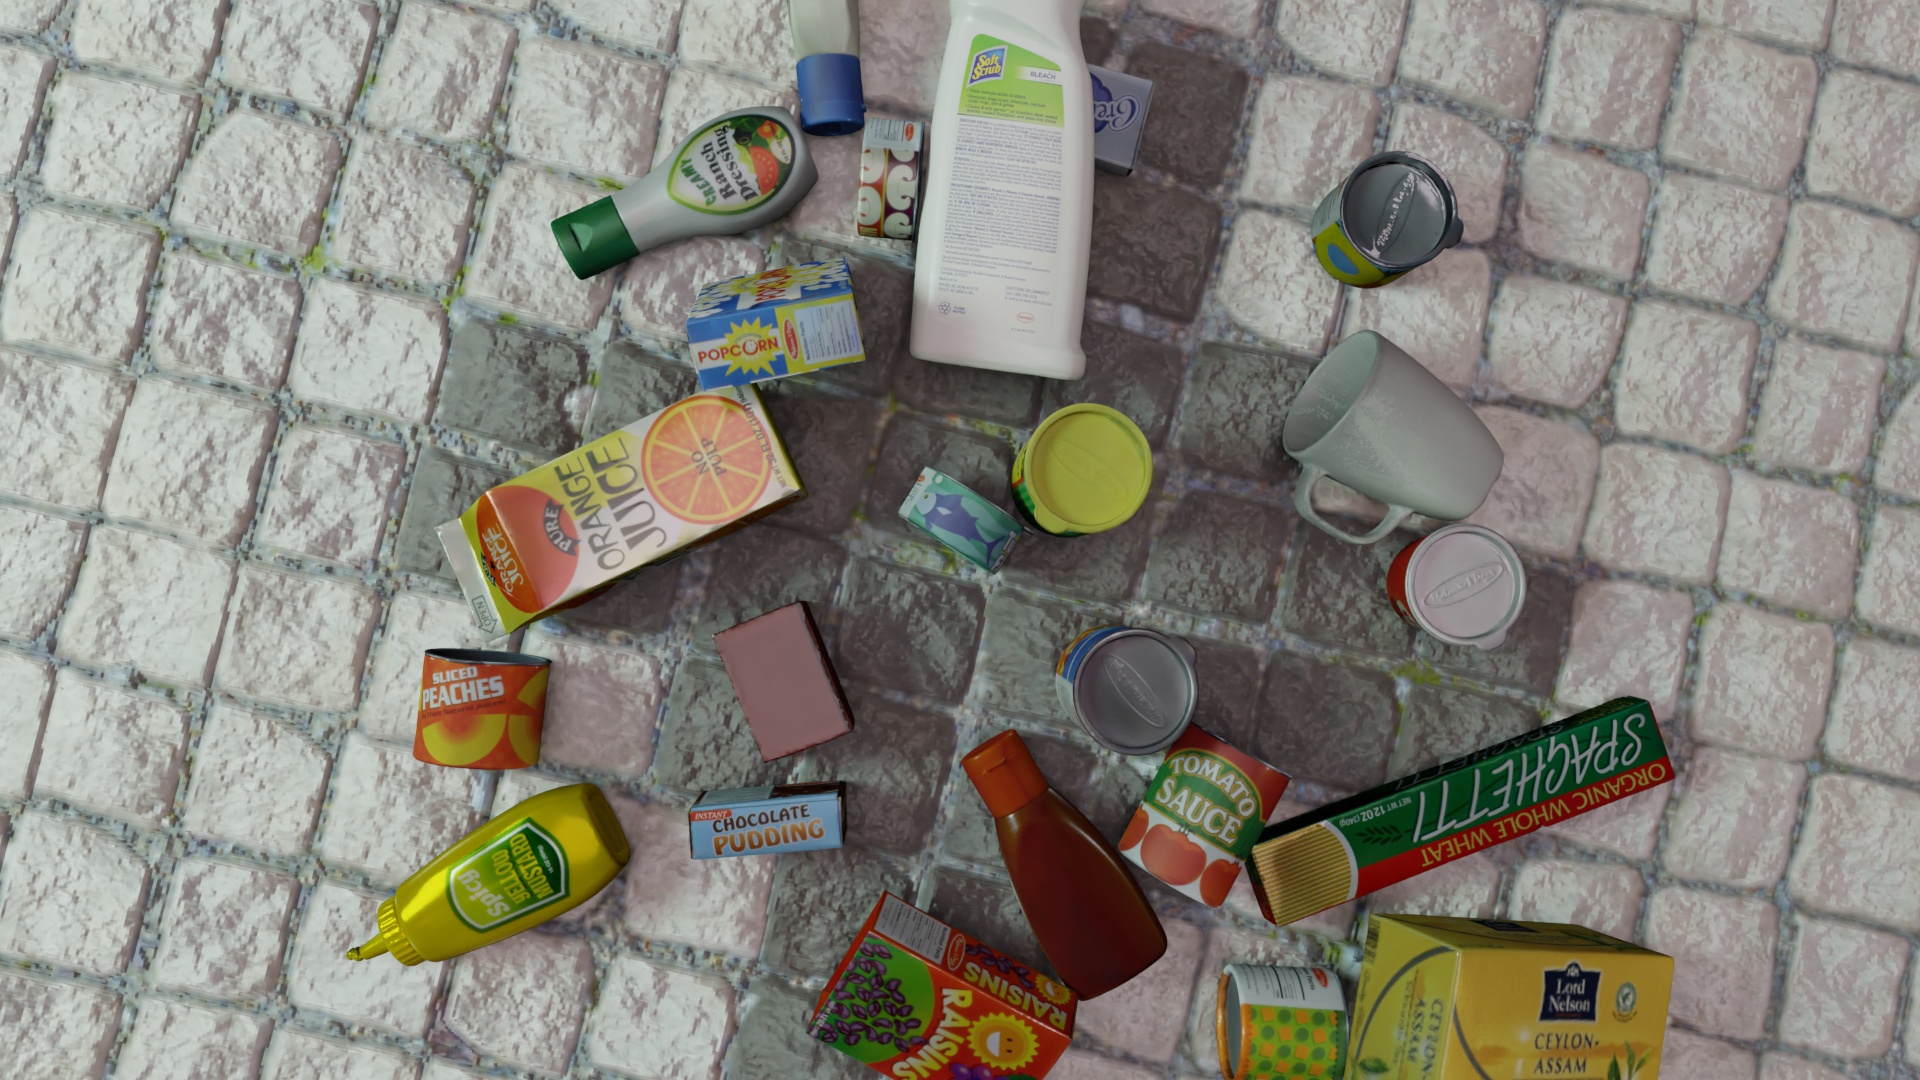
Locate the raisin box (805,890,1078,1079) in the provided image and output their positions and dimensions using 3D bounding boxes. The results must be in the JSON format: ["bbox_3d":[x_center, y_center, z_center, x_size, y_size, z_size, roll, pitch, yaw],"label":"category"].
[{"bbox_3d":[-0.010,0.259,0.759,0.123,0.040,0.085,29,113,-1],"label":"raisin box"}]

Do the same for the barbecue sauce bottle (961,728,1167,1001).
[{"bbox_3d":[0.053,0.178,0.778,0.065,0.043,0.148,-31,89,2],"label":"barbecue sauce bottle"}]

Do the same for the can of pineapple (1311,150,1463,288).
[{"bbox_3d":[0.241,-0.180,0.792,0.071,0.058,0.071,0,88,-2],"label":"can of pineapple"}]

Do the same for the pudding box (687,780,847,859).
[{"bbox_3d":[-0.105,0.154,0.768,0.084,0.049,0.030,-5,90,-3],"label":"pudding box"}]

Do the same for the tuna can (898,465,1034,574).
[{"bbox_3d":[0.003,-0.010,0.771,0.071,0.071,0.033,32,89,-1],"label":"tuna can"}]

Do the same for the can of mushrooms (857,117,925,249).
[{"bbox_3d":[-0.039,-0.199,0.777,0.033,0.071,0.071,5,88,-3],"label":"can of mushrooms"}]

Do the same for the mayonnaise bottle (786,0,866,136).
[{"bbox_3d":[-0.078,-0.306,0.782,0.041,0.065,0.148,-5,92,0],"label":"mayonnaise bottle"}]

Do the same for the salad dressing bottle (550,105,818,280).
[{"bbox_3d":[-0.155,-0.193,0.781,0.148,0.044,0.064,-26,91,-3],"label":"salad dressing bottle"}]

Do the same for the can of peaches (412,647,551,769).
[{"bbox_3d":[-0.260,0.091,0.752,0.071,0.071,0.058,7,89,-2],"label":"can of peaches"}]

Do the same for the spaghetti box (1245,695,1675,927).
[{"bbox_3d":[0.285,0.153,0.797,0.250,0.028,0.050,-19,90,-3],"label":"spaghetti box"}]

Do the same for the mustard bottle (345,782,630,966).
[{"bbox_3d":[-0.263,0.193,0.759,0.160,0.049,0.065,-29,88,-3],"label":"mustard bottle"}]

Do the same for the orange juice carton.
[{"bbox_3d":[-0.186,-0.017,0.759,0.193,0.073,0.072,-25,90,-3],"label":"orange juice carton"}]

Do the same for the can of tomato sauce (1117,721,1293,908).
[{"bbox_3d":[0.134,0.150,0.769,0.071,0.071,0.083,29,88,-1],"label":"can of tomato sauce"}]

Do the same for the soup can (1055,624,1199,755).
[{"bbox_3d":[0.091,0.078,0.763,0.071,0.084,0.071,0,89,-3],"label":"soup can"}]

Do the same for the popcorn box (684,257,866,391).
[{"bbox_3d":[-0.097,-0.118,0.739,0.085,0.127,0.038,-11,110,-3],"label":"popcorn box"}]

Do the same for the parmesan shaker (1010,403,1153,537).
[{"bbox_3d":[0.061,-0.033,0.756,0.071,0.103,0.071,0,88,-3],"label":"parmesan shaker"}]

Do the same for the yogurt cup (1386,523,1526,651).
[{"bbox_3d":[0.277,0.025,0.788,0.072,0.054,0.072,0,88,-3],"label":"yogurt cup"}]

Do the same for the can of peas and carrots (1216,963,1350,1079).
[{"bbox_3d":[0.176,0.272,0.768,0.059,0.071,0.071,4,88,-2],"label":"can of peas and carrots"}]

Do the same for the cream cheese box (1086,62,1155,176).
[{"bbox_3d":[0.056,-0.251,0.803,0.104,0.024,0.053,15,89,-2],"label":"cream cheese box"}]
